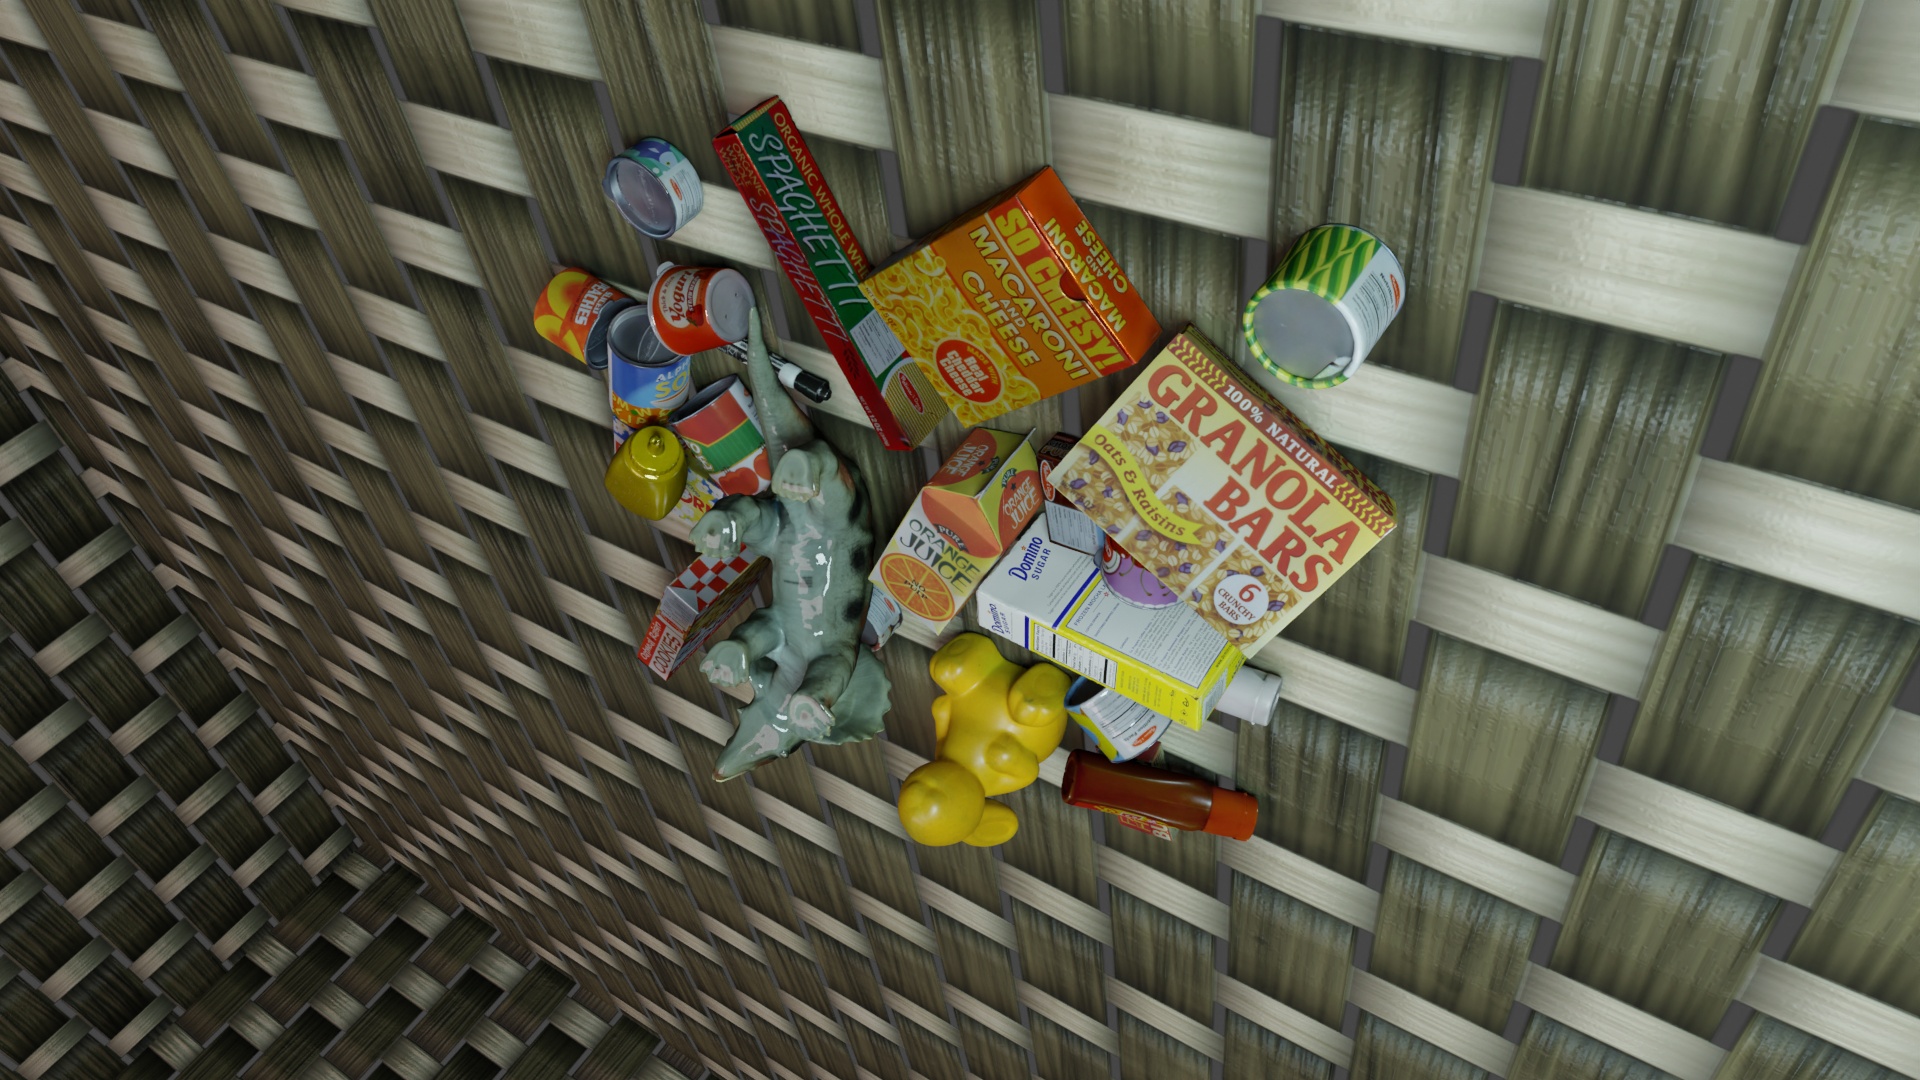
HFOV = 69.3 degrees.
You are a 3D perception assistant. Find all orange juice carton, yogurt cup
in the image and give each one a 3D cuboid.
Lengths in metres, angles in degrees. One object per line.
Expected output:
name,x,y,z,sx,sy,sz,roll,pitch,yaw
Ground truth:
orange juice carton,0.004,-0.013,1.014,0.073,0.072,0.191,39,147,3
yogurt cup,-0.190,-0.173,1.035,0.054,0.073,0.072,1,130,34

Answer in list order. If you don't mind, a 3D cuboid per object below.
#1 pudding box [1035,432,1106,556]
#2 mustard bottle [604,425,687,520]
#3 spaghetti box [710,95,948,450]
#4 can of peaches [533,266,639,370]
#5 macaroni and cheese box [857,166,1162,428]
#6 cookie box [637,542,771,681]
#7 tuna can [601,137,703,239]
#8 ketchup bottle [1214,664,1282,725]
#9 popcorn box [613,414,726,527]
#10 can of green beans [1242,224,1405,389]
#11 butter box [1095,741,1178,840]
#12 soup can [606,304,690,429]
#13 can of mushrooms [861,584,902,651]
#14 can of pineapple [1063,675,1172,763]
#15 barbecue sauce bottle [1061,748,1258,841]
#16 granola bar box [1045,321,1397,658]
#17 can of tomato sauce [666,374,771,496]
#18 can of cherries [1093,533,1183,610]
pudding box,0.084,-0.029,0.953,0.050,0.030,0.083,19,141,31
mustard bottle,-0.254,-0.061,1.143,0.065,0.049,0.159,35,159,-8
spaghetti box,-0.084,-0.175,0.938,0.028,0.050,0.249,-1,127,44
can of peaches,-0.304,-0.183,1.133,0.058,0.071,0.071,32,145,15
macaroni and cheese box,0.027,-0.145,0.869,0.166,0.040,0.123,-15,118,52
cookie box,-0.228,0.048,1.266,0.040,0.123,0.166,41,147,1
tuna can,-0.222,-0.254,1.000,0.071,0.033,0.070,26,143,22
ketchup bottle,0.153,0.092,0.996,0.149,0.065,0.043,18,109,19
popcorn box,-0.250,-0.064,1.239,0.127,0.038,0.084,34,145,11
can of green beans,0.188,-0.121,0.720,0.071,0.058,0.071,26,143,22
butter box,0.150,0.204,1.156,0.053,0.024,0.103,12,137,35
soup can,-0.251,-0.139,1.131,0.071,0.072,0.083,34,146,11
can of mushrooms,-0.088,0.065,1.228,0.071,0.034,0.070,26,143,21
can of pineapple,0.121,0.126,1.061,0.058,0.071,0.070,49,145,-11
barbecue sauce bottle,0.156,0.200,1.085,0.148,0.043,0.065,14,177,-2
granola bar box,0.154,-0.029,0.827,0.165,0.039,0.123,42,115,0
can of tomato sauce,-0.186,-0.081,1.128,0.071,0.071,0.083,-8,123,49
can of cherries,0.125,0.002,0.913,0.071,0.072,0.058,27,144,20
